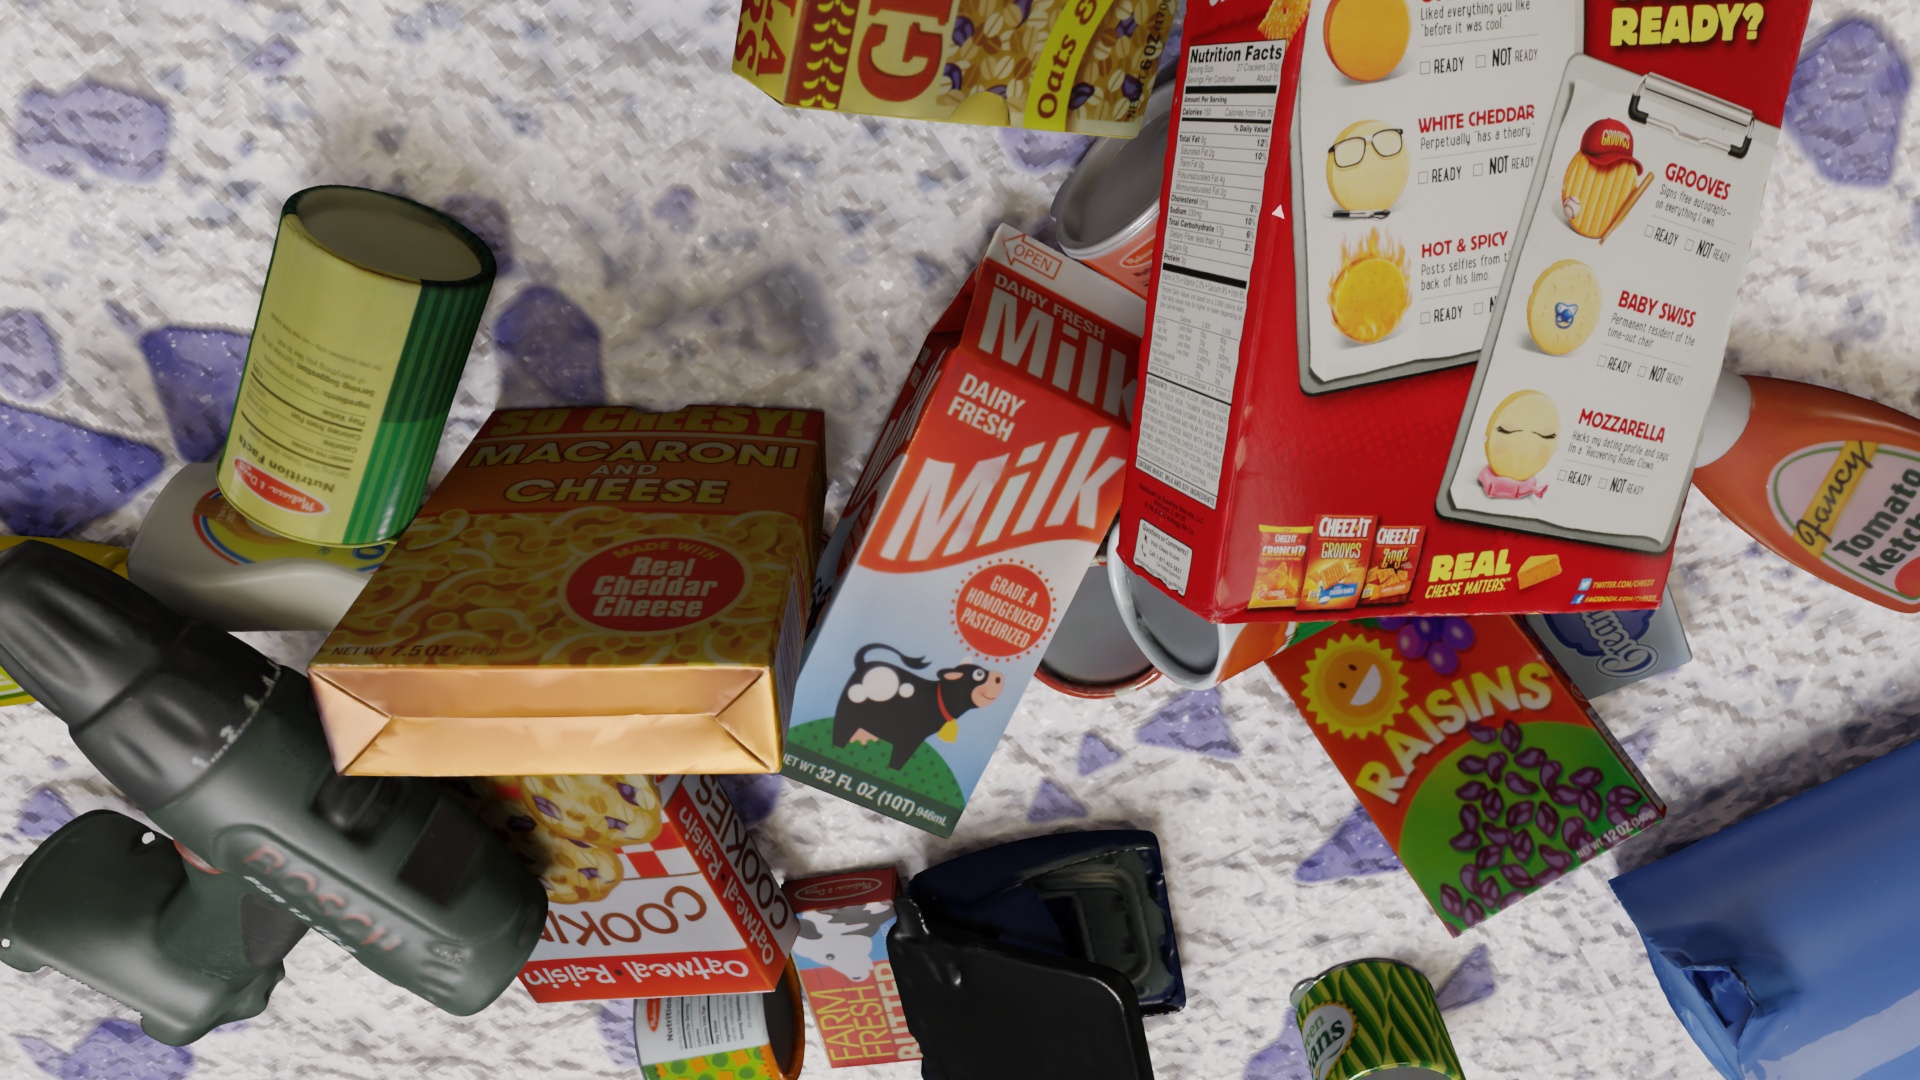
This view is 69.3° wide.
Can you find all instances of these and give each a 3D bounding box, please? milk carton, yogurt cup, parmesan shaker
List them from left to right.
[{"bbox_3d":[-0.199,-0.057,0.464,0.071,0.071,0.102,23,117,-13],"label":"parmesan shaker"},{"bbox_3d":[0.002,-0.006,0.474,0.072,0.073,0.190,25,98,-13],"label":"milk carton"},{"bbox_3d":[0.072,-0.104,0.440,0.054,0.073,0.072,34,115,-27],"label":"yogurt cup"}]

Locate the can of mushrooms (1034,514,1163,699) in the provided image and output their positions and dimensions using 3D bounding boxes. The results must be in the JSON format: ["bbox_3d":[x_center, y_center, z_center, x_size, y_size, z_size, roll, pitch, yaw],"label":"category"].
[{"bbox_3d":[0.050,0.027,0.531,0.071,0.033,0.070,0,120,-1],"label":"can of mushrooms"}]

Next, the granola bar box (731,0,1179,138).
[{"bbox_3d":[0.015,-0.195,0.367,0.124,0.039,0.164,-6,126,-34],"label":"granola bar box"}]

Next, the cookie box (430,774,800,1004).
[{"bbox_3d":[-0.154,0.118,0.566,0.123,0.040,0.166,-10,121,22],"label":"cookie box"}]

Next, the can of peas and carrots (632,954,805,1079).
[{"bbox_3d":[-0.105,0.215,0.621,0.059,0.071,0.070,-12,119,7],"label":"can of peas and carrots"}]

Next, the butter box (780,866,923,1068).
[{"bbox_3d":[-0.045,0.196,0.633,0.053,0.024,0.103,-9,119,6],"label":"butter box"}]

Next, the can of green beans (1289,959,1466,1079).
[{"bbox_3d":[0.193,0.237,0.637,0.071,0.058,0.071,0,120,0],"label":"can of green beans"}]

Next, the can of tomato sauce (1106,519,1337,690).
[{"bbox_3d":[0.103,0.005,0.479,0.083,0.071,0.071,-23,122,-22],"label":"can of tomato sauce"}]

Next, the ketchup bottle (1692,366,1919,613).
[{"bbox_3d":[0.296,-0.028,0.494,0.149,0.044,0.064,23,115,-12],"label":"ketchup bottle"}]

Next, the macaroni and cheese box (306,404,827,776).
[{"bbox_3d":[-0.110,0.007,0.443,0.124,0.167,0.040,0,120,0],"label":"macaroni and cheese box"}]

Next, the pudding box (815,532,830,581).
[{"bbox_3d":[-0.065,0.041,0.541,0.049,0.030,0.083,35,114,-19],"label":"pudding box"}]

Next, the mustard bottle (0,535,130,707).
[{"bbox_3d":[-0.348,0.029,0.523,0.160,0.049,0.065,-5,123,3],"label":"mustard bottle"}]

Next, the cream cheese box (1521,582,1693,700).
[{"bbox_3d":[0.236,0.013,0.528,0.053,0.024,0.103,-24,117,14],"label":"cream cheese box"}]

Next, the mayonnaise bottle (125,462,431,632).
[{"bbox_3d":[-0.213,0.008,0.506,0.148,0.065,0.041,7,132,-8],"label":"mayonnaise bottle"}]

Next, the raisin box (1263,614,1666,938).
[{"bbox_3d":[0.182,0.068,0.511,0.086,0.040,0.123,-39,70,20],"label":"raisin box"}]
